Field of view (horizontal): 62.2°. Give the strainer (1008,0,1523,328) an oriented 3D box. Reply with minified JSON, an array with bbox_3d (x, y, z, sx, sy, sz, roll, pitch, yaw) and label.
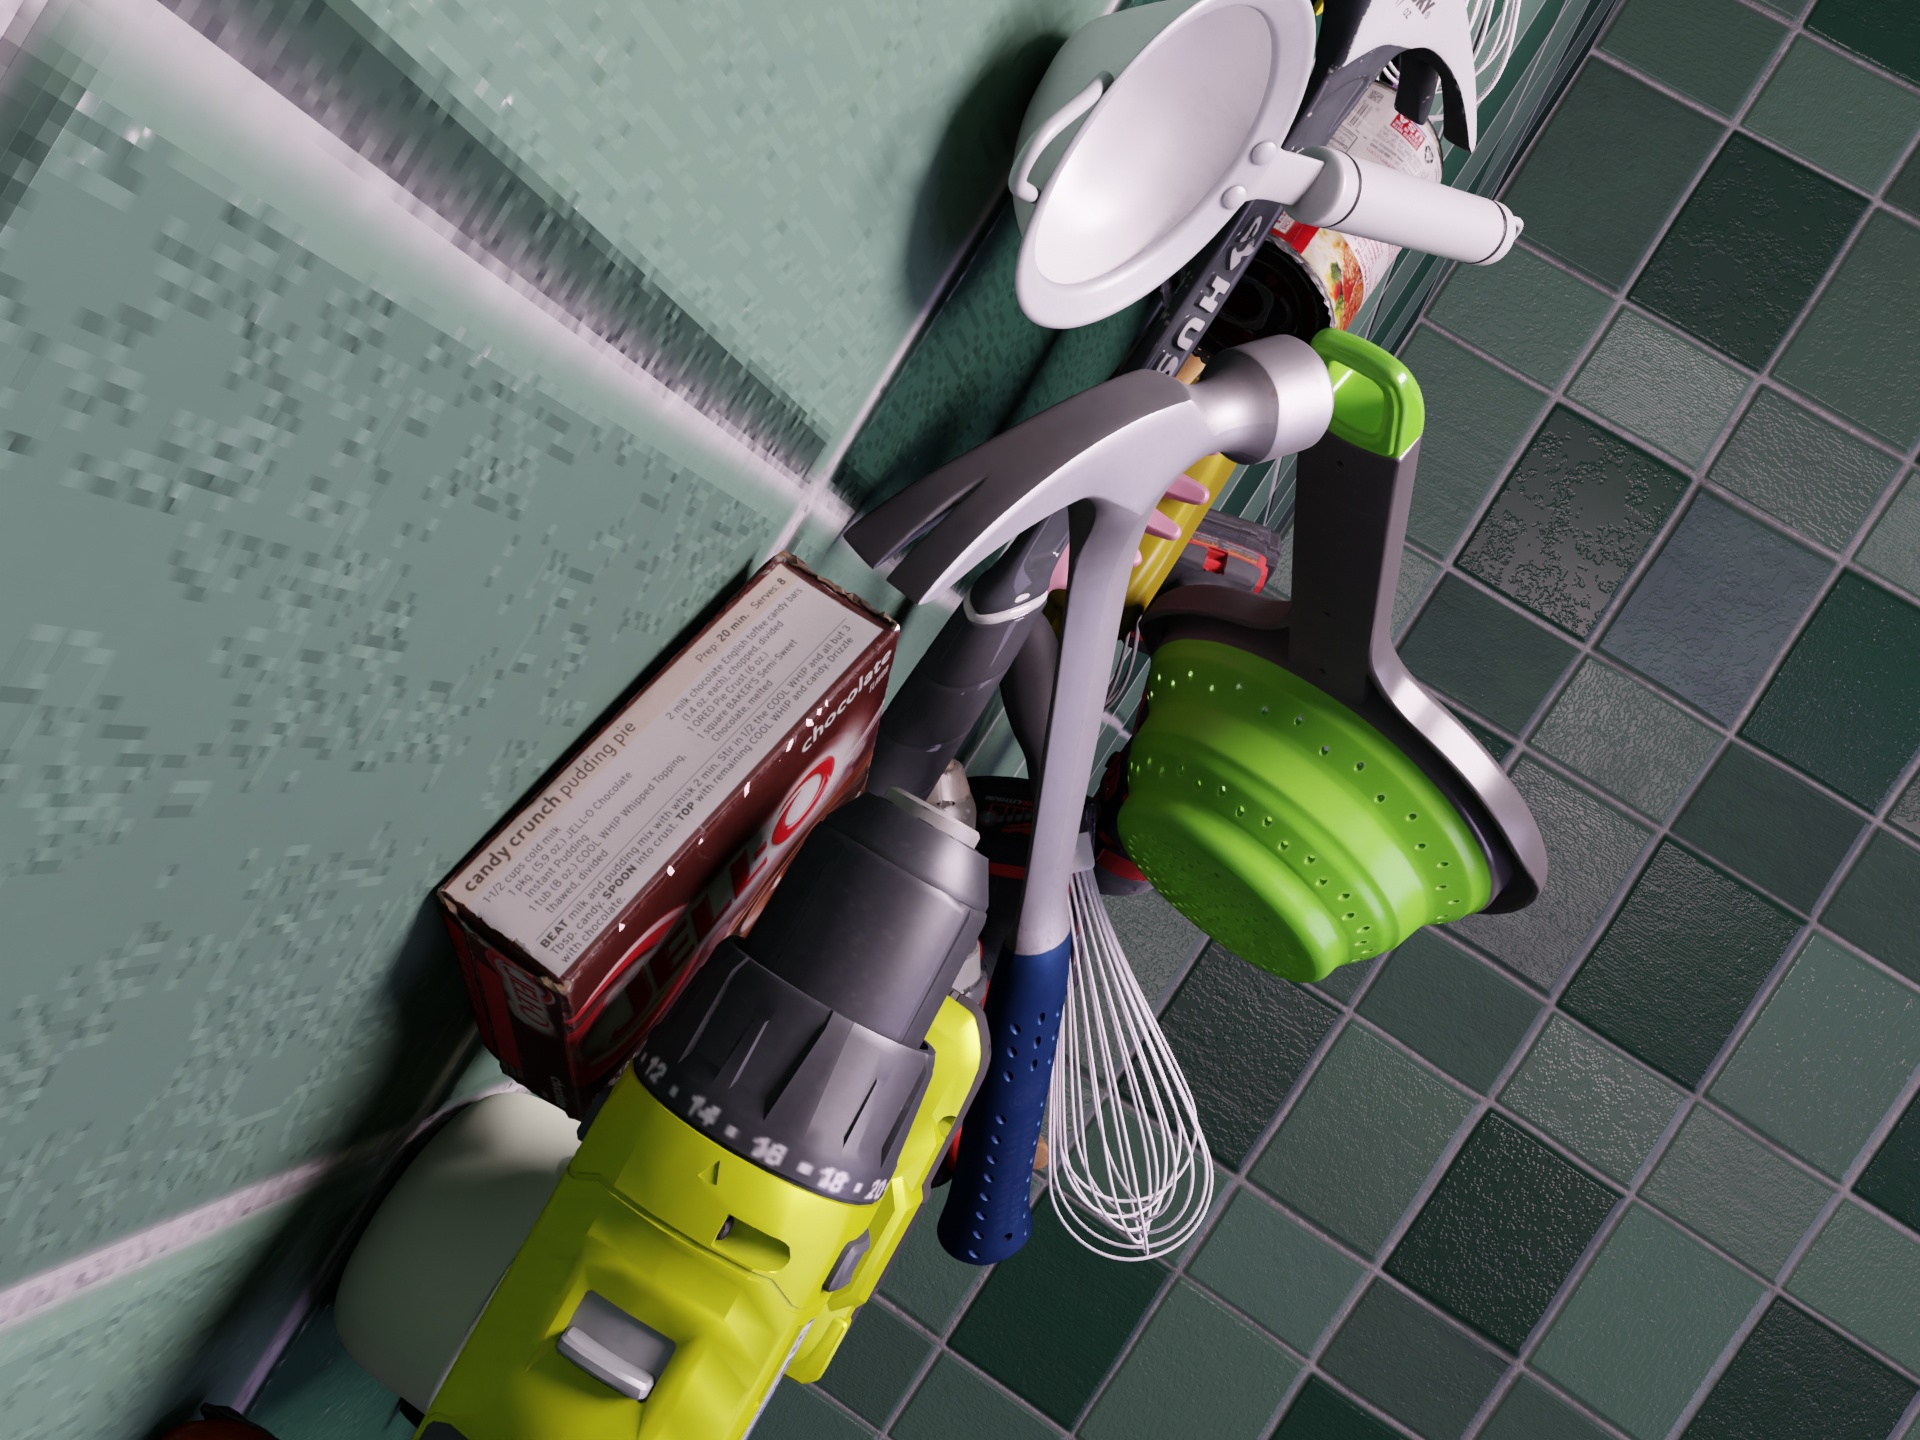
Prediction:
[{"bbox_3d":[0.083,-0.134,0.395,0.258,0.050,0.086,-9,144,-48],"label":"strainer"}]

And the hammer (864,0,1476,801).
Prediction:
[{"bbox_3d":[0.027,-0.056,0.506,0.149,0.036,0.409,0,127,-58],"label":"hammer"}]

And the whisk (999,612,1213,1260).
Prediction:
[{"bbox_3d":[0.051,0.089,0.682,0.070,0.070,0.284,12,67,-81],"label":"whisk"}]

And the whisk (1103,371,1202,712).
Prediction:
[{"bbox_3d":[0.088,-0.091,0.774,0.055,0.055,0.238,-43,159,-59],"label":"whisk"}]

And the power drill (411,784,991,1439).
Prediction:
[{"bbox_3d":[-0.047,0.111,0.407,0.190,0.080,0.228,-61,173,-5],"label":"power drill"}]

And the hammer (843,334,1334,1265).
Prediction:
[{"bbox_3d":[0.022,0.068,0.545,0.144,0.035,0.405,-22,138,-29],"label":"hammer"}]

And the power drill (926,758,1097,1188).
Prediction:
[{"bbox_3d":[0.003,0.088,0.747,0.227,0.080,0.188,-38,134,-69],"label":"power drill"}]

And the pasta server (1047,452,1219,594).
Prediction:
[{"bbox_3d":[-0.001,-0.002,0.620,0.316,0.040,0.060,-54,149,-13],"label":"pasta server"}]

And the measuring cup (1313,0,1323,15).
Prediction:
[{"bbox_3d":[0.157,-0.300,0.505,0.156,0.029,0.062,-49,177,33],"label":"measuring cup"}]

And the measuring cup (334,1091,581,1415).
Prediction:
[{"bbox_3d":[-0.111,0.114,0.439,0.083,0.038,0.168,-62,176,26],"label":"measuring cup"}]

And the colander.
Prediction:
[{"bbox_3d":[0.122,0.008,0.610,0.094,0.205,0.396,-48,155,-14],"label":"colander"}]

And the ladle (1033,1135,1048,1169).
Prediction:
[{"bbox_3d":[0.000,0.185,0.862,0.078,0.062,0.320,-47,-164,-6],"label":"ladle"}]

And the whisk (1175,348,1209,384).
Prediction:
[{"bbox_3d":[0.115,-0.173,0.637,0.245,0.047,0.051,-49,170,-28],"label":"whisk"}]

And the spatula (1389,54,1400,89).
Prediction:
[{"bbox_3d":[0.226,-0.356,0.676,0.060,0.018,0.315,-56,173,-12],"label":"spatula"}]

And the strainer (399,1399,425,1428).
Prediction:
[{"bbox_3d":[-0.119,0.253,0.645,0.151,0.069,0.256,-42,160,-22],"label":"strainer"}]

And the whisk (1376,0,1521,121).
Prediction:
[{"bbox_3d":[0.206,-0.328,0.575,0.246,0.059,0.058,104,8,-52],"label":"whisk"}]

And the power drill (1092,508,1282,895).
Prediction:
[{"bbox_3d":[0.116,-0.006,0.914,0.143,0.078,0.220,109,-2,-58],"label":"power drill"}]
